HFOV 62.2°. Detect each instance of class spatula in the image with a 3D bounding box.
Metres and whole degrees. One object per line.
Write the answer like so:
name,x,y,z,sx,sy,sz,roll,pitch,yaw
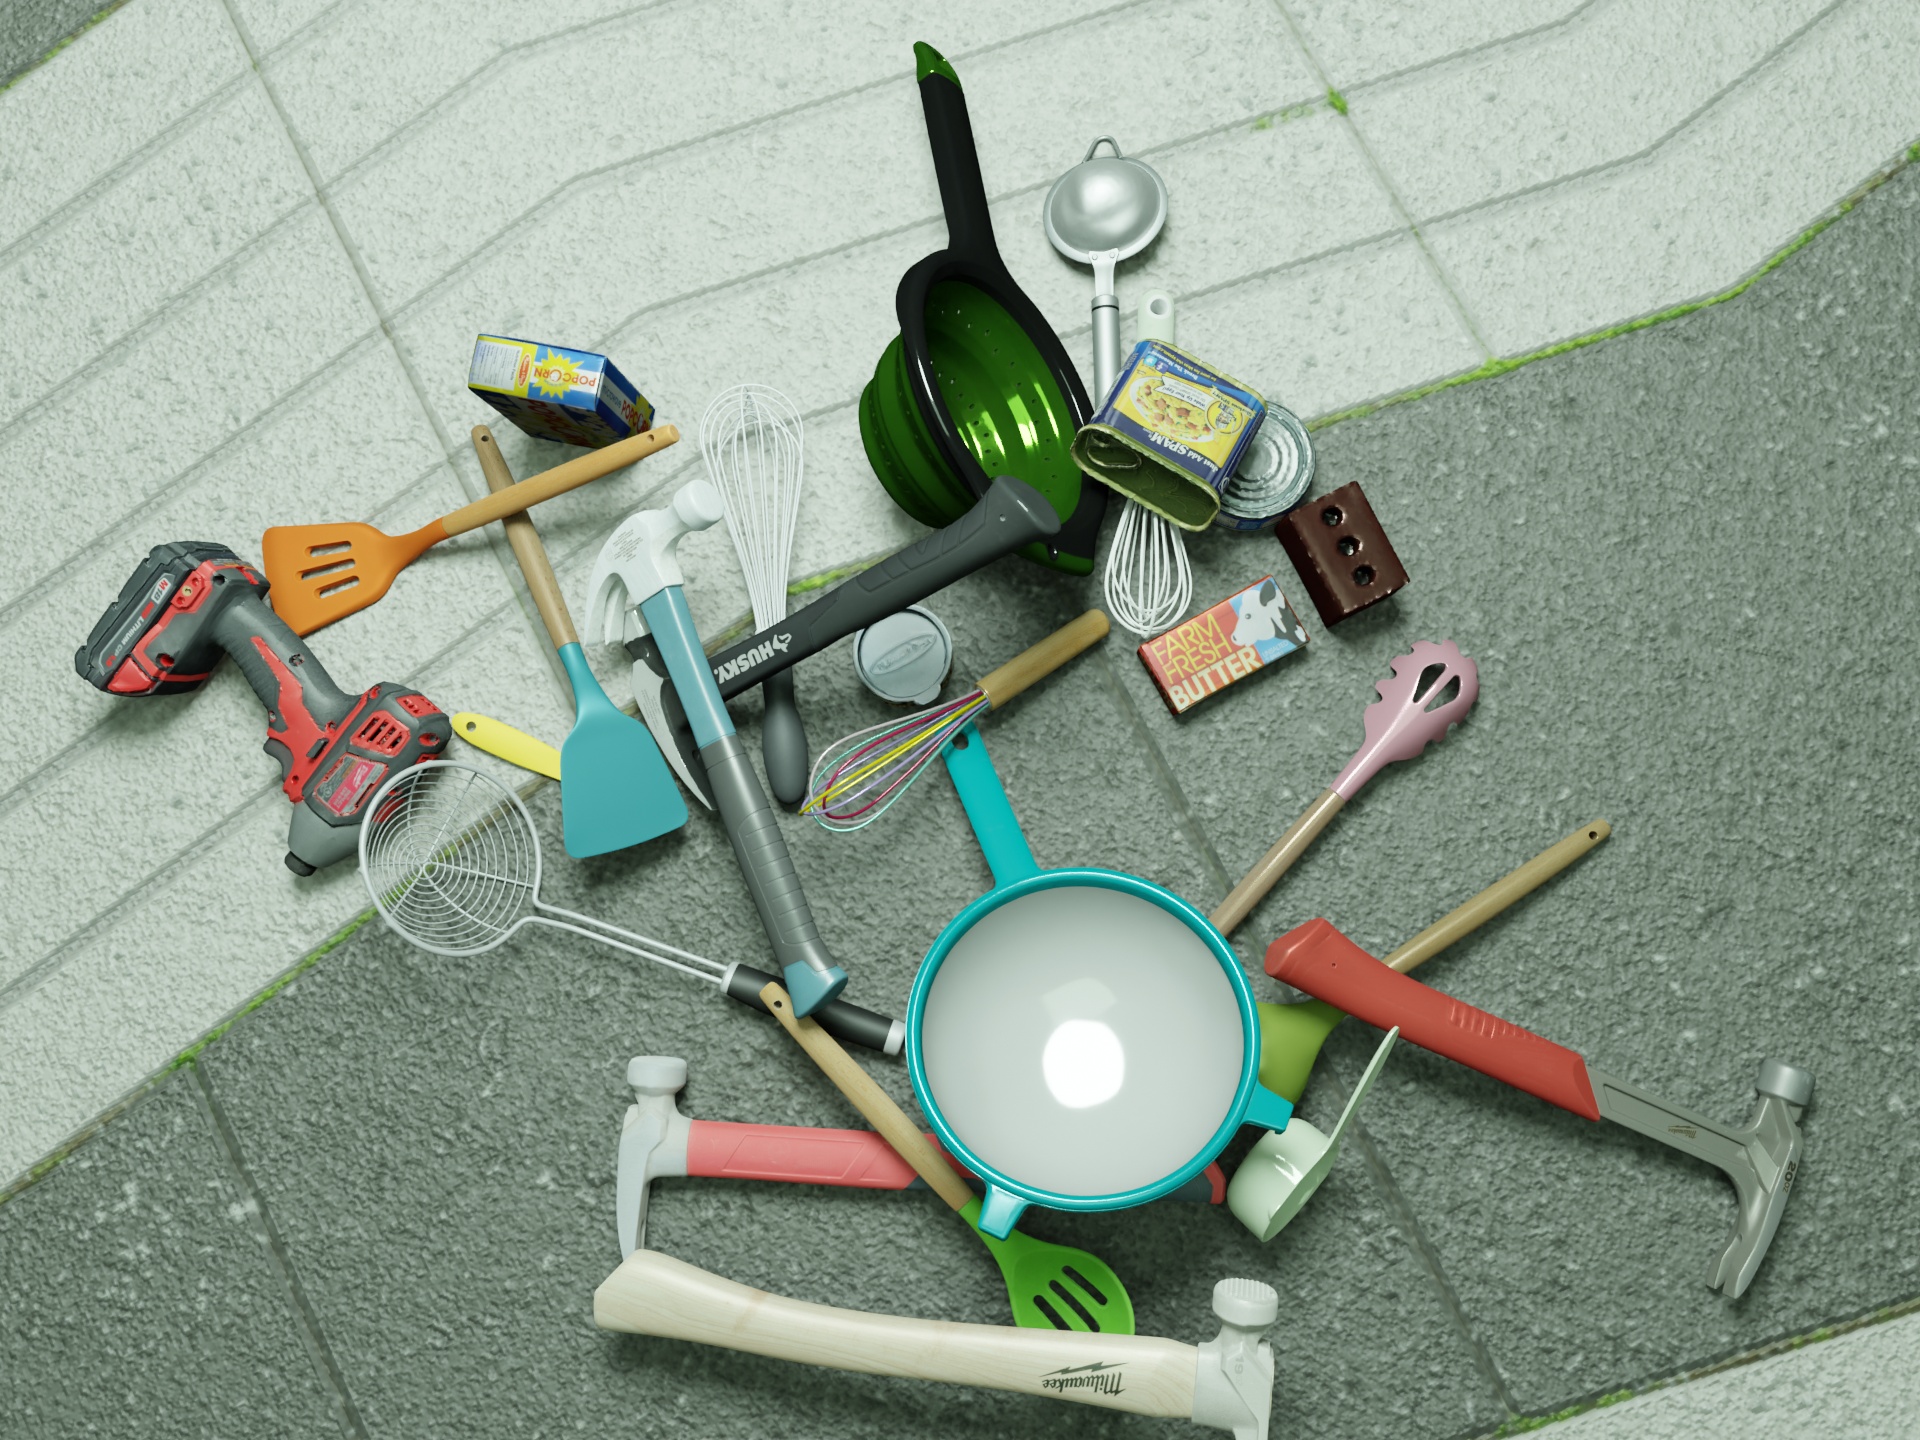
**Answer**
spatula,-0.327,-0.137,1.056,0.322,0.041,0.081,-17,83,21
spatula,-0.272,-0.064,1.062,0.082,0.044,0.318,-18,69,-22

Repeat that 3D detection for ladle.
ladle,0.286,0.154,1.028,0.320,0.062,0.078,-31,80,-8

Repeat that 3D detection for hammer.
hammer,-0.077,-0.058,0.978,0.335,0.035,0.146,-25,85,34
hammer,-0.146,0.026,0.996,0.128,0.033,0.331,-26,83,32
hammer,0.351,0.222,0.984,0.359,0.037,0.149,24,84,-6
hammer,-0.026,0.299,1.019,0.386,0.038,0.143,3,84,3
hammer,-0.022,0.387,0.956,0.410,0.038,0.146,5,90,10

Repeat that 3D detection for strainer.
strainer,0.098,-0.287,1.071,0.087,0.050,0.258,-3,79,13
strainer,0.052,0.153,1.011,0.211,0.095,0.341,-19,60,-8

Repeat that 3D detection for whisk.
whisk,-0.130,-0.085,1.064,0.070,0.070,0.284,-6,88,2
whisk,0.128,-0.174,1.067,0.058,0.059,0.246,4,78,-4
whisk,-0.001,-0.003,1.032,0.245,0.047,0.051,-33,57,-15

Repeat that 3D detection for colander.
colander,-0.013,-0.266,1.053,0.094,0.204,0.397,-23,68,33

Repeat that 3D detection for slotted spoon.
slotted spoon,-0.013,0.279,0.988,0.070,0.031,0.314,-45,84,2

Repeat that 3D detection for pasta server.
pasta server,0.228,0.070,1.044,0.060,0.040,0.316,42,90,6

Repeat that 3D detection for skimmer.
skimmer,-0.204,0.133,1.020,0.363,0.090,0.127,19,54,3

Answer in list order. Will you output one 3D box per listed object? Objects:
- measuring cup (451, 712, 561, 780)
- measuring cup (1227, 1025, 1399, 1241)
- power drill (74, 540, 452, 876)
measuring cup,-0.273,0.029,1.065,0.156,0.029,0.062,24,85,2
measuring cup,0.216,0.245,0.976,0.038,0.083,0.167,36,113,28
power drill,-0.460,-0.006,1.053,0.219,0.078,0.143,39,97,2
